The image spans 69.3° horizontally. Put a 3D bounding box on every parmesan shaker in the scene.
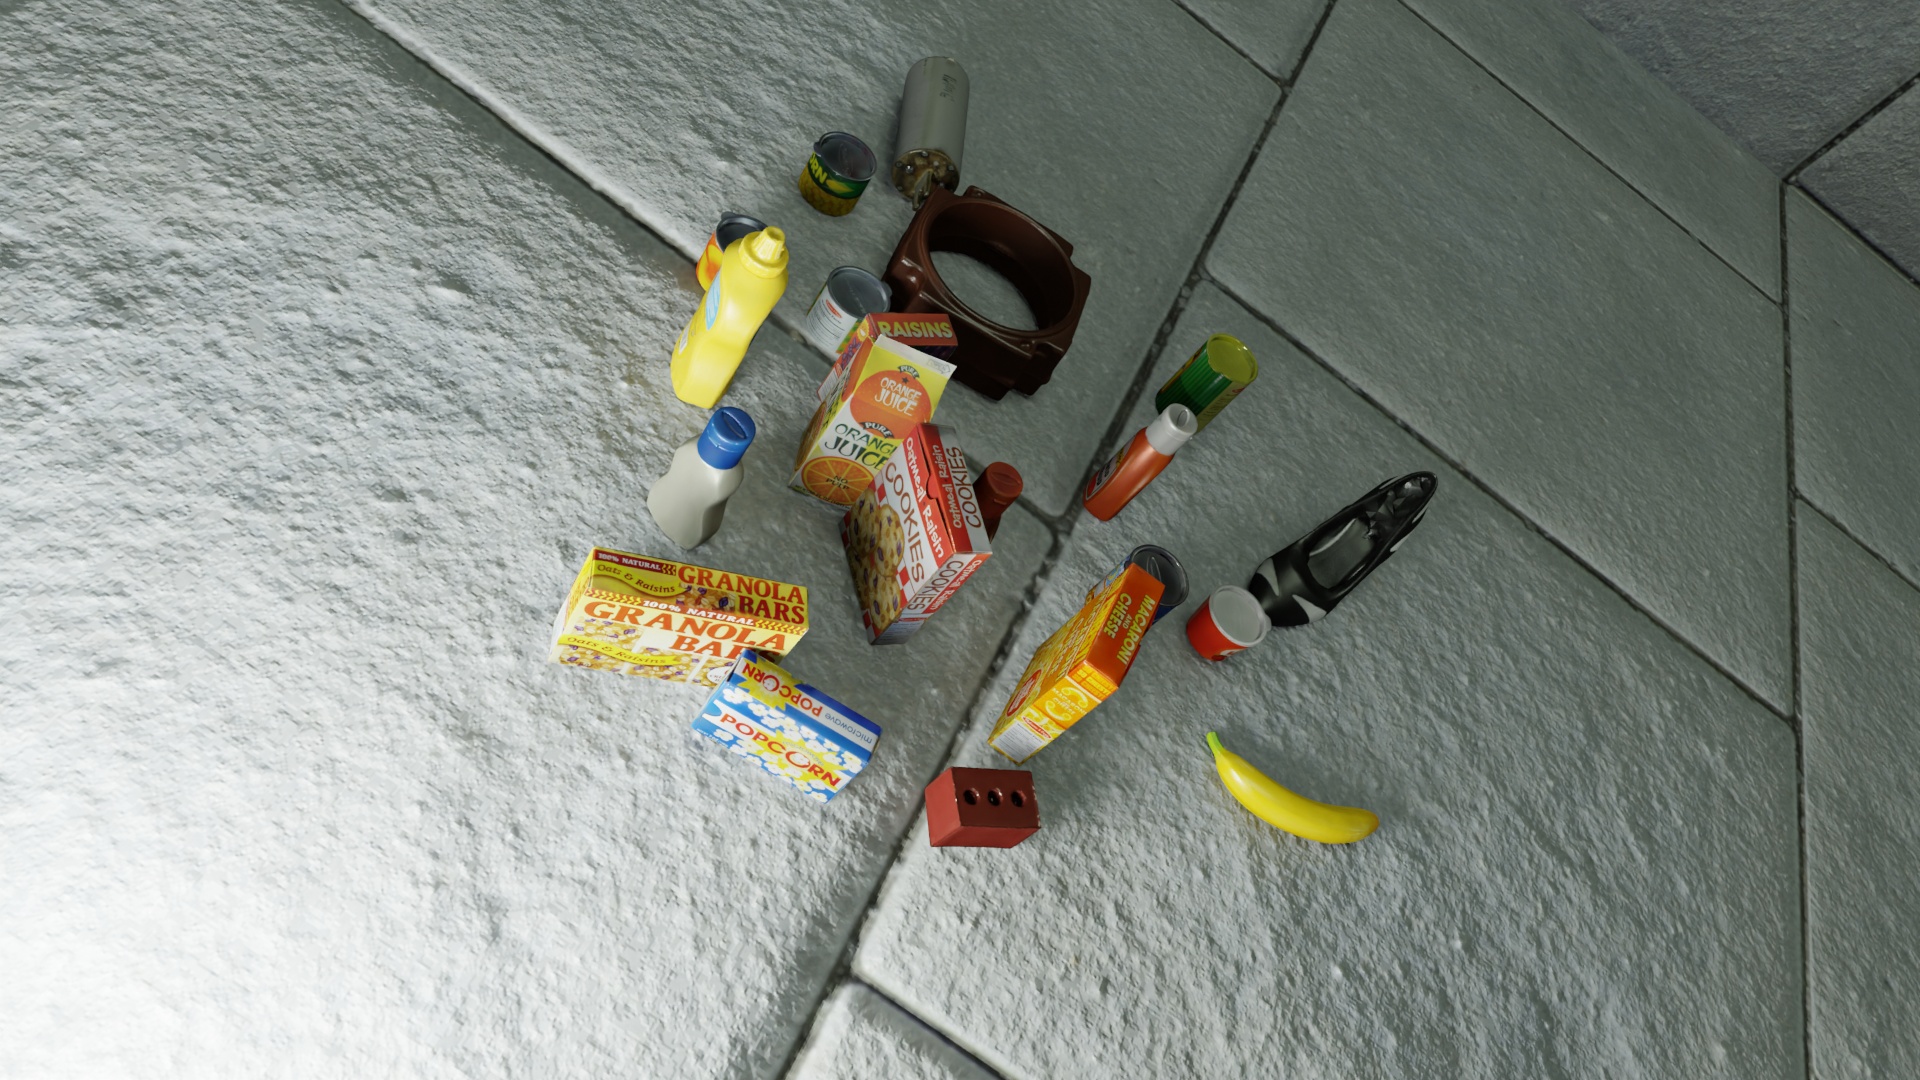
[{"bbox_3d":[0.265,-0.169,1.515,0.071,0.102,0.071,16,53,-22],"label":"parmesan shaker"}]

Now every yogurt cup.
[{"bbox_3d":[0.261,0.084,1.376,0.072,0.053,0.073,16,53,-22],"label":"yogurt cup"}]

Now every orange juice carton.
[{"bbox_3d":[-0.077,-0.109,1.207,0.072,0.191,0.073,23,51,-17],"label":"orange juice carton"}]

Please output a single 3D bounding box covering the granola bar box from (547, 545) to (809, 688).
[{"bbox_3d":[-0.214,0.063,1.055,0.166,0.123,0.039,13,55,-24],"label":"granola bar box"}]

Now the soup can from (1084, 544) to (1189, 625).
[{"bbox_3d":[0.164,0.051,1.319,0.071,0.083,0.072,16,53,-22],"label":"soup can"}]

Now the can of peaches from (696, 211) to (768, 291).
[{"bbox_3d":[-0.213,-0.268,1.321,0.071,0.057,0.071,16,53,-22],"label":"can of peaches"}]

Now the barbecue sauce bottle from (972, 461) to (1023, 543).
[{"bbox_3d":[0.004,-0.015,1.224,0.065,0.147,0.044,18,53,-21],"label":"barbecue sauce bottle"}]

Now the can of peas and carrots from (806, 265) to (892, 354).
[{"bbox_3d":[-0.108,-0.225,1.355,0.071,0.058,0.071,16,53,-22],"label":"can of peas and carrots"}]

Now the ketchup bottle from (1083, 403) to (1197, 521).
[{"bbox_3d":[0.178,-0.079,1.372,0.043,0.148,0.065,35,49,-7],"label":"ketchup bottle"}]

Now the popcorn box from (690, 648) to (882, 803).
[{"bbox_3d":[-0.134,0.145,1.075,0.126,0.084,0.038,32,49,-9],"label":"popcorn box"}]

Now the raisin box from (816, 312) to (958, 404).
[{"bbox_3d":[-0.069,-0.161,1.293,0.086,0.122,0.040,-4,63,-33],"label":"raisin box"}]

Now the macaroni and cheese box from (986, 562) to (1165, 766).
[{"bbox_3d":[0.099,0.107,1.187,0.040,0.165,0.124,37,48,-5],"label":"macaroni and cheese box"}]

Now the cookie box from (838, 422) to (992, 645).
[{"bbox_3d":[-0.043,-0.003,1.174,0.040,0.166,0.123,0,61,-32],"label":"cookie box"}]

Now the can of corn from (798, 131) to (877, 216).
[{"bbox_3d":[-0.131,-0.382,1.447,0.071,0.058,0.071,16,53,-22],"label":"can of corn"}]

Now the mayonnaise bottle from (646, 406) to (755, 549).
[{"bbox_3d":[-0.206,-0.053,1.121,0.065,0.147,0.041,49,48,5],"label":"mayonnaise bottle"}]
